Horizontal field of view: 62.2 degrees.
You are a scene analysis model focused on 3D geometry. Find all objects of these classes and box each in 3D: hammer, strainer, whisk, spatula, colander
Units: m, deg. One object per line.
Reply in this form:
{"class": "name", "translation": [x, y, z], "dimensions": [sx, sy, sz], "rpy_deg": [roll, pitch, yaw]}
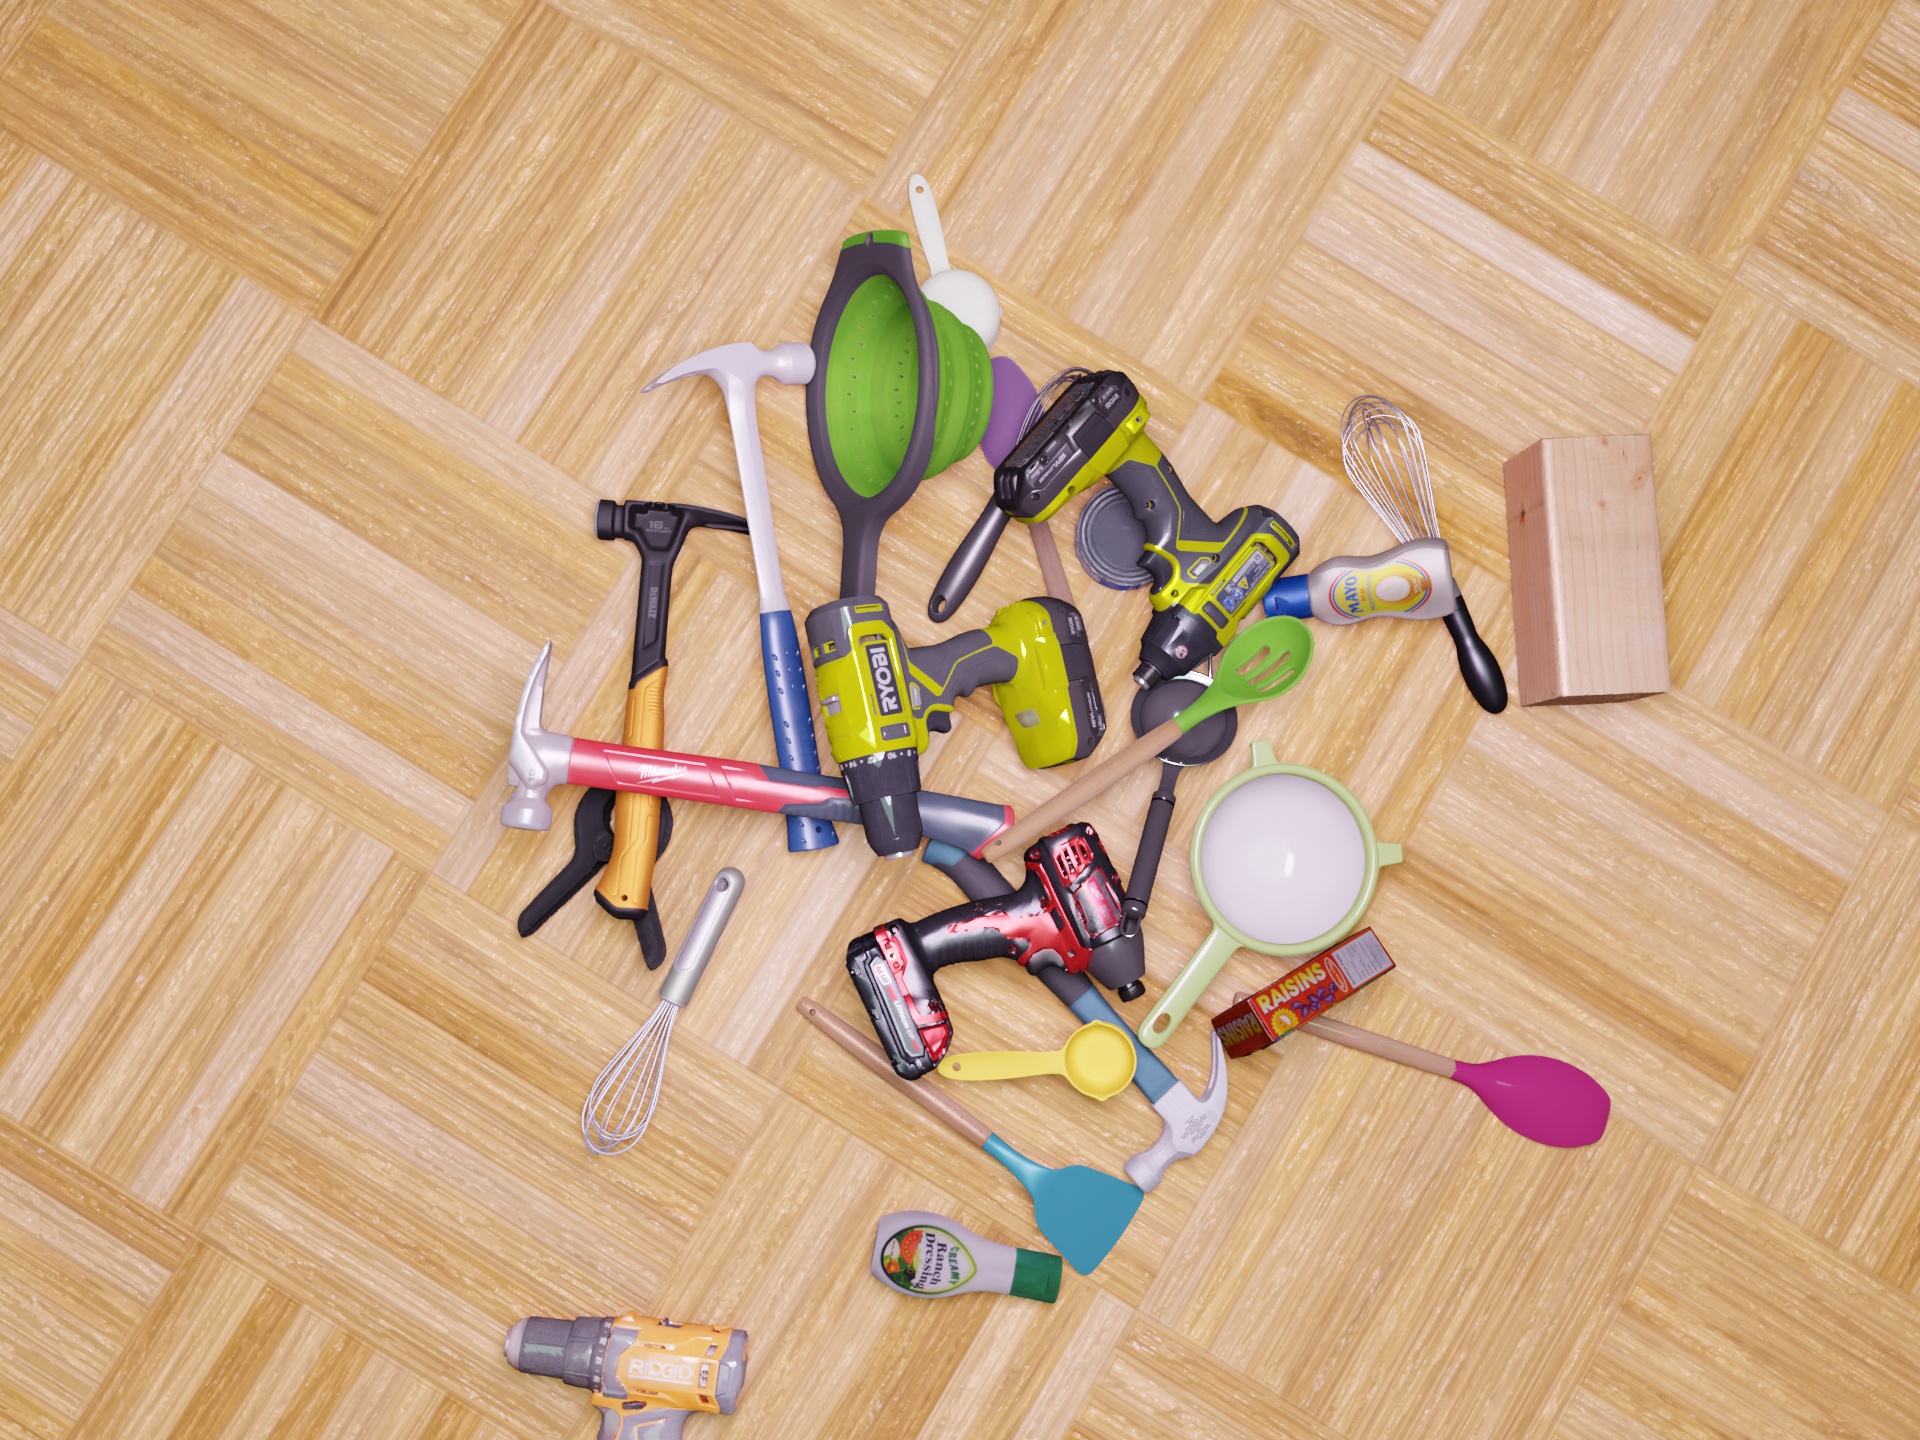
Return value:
{"class": "hammer", "translation": [-0.241, -0.011, 1.260], "dimensions": [0.127, 0.034, 0.337], "rpy_deg": [4, 78, -4]}
{"class": "hammer", "translation": [-0.146, 0.037, 1.223], "dimensions": [0.386, 0.038, 0.143], "rpy_deg": [9, 85, -10]}
{"class": "strainer", "translation": [0.219, 0.152, 1.265], "dimensions": [0.151, 0.069, 0.256], "rpy_deg": [38, 85, -1]}
{"class": "strainer", "translation": [0.160, 0.057, 1.252], "dimensions": [0.087, 0.050, 0.259], "rpy_deg": [16, 59, 7]}
{"class": "whisk", "translation": [0.383, -0.135, 1.305], "dimensions": [0.070, 0.070, 0.284], "rpy_deg": [-24, 91, -4]}
{"class": "spatula", "translation": [-0.001, 0.319, 1.269], "dimensions": [0.317, 0.044, 0.082], "rpy_deg": [36, 85, 6]}
{"class": "hammer", "translation": [0.086, 0.211, 1.274], "dimensions": [0.128, 0.033, 0.331], "rpy_deg": [-41, 87, -4]}
{"class": "hammer", "translation": [-0.155, -0.097, 1.264], "dimensions": [0.144, 0.035, 0.405], "rpy_deg": [-11, 93, -33]}
{"class": "whisk", "translation": [-0.232, 0.228, 1.258], "dimensions": [0.058, 0.059, 0.246], "rpy_deg": [20, 79, 28]}
{"class": "colander", "translation": [-0.045, -0.180, 1.268], "dimensions": [0.094, 0.205, 0.397], "rpy_deg": [-2, 103, -31]}
{"class": "spatula", "translation": [0.070, -0.151, 1.312], "dimensions": [0.060, 0.018, 0.316], "rpy_deg": [-17, 85, 1]}
{"class": "whisk", "translation": [0.041, -0.181, 1.289], "dimensions": [0.055, 0.055, 0.239], "rpy_deg": [32, 97, 1]}

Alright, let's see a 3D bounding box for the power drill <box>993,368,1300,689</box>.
{"class": "power drill", "translation": [0.140, -0.146, 1.239], "dimensions": [0.223, 0.080, 0.171], "rpy_deg": [43, 84, -18]}

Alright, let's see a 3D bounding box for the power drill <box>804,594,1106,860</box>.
{"class": "power drill", "translation": [-0.002, -0.004, 1.210], "dimensions": [0.228, 0.080, 0.190], "rpy_deg": [-10, 85, -37]}

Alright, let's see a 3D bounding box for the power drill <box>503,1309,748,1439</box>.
{"class": "power drill", "translation": [-0.268, 0.568, 1.211], "dimensions": [0.185, 0.084, 0.226], "rpy_deg": [8, 81, -1]}

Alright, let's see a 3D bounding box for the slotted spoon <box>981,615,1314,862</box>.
{"class": "slotted spoon", "translation": [0.147, 0.018, 1.241], "dimensions": [0.314, 0.031, 0.070], "rpy_deg": [-34, 52, -9]}

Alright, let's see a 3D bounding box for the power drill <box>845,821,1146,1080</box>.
{"class": "power drill", "translation": [0.032, 0.184, 1.224], "dimensions": [0.219, 0.078, 0.143], "rpy_deg": [-25, 86, -5]}

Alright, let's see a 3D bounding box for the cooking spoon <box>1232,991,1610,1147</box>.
{"class": "cooking spoon", "translation": [0.372, 0.274, 1.284], "dimensions": [0.319, 0.017, 0.069], "rpy_deg": [18, 82, 0]}

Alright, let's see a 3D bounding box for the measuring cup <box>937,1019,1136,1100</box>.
{"class": "measuring cup", "translation": [0.061, 0.267, 1.246], "dimensions": [0.156, 0.029, 0.062], "rpy_deg": [-5, 86, 11]}

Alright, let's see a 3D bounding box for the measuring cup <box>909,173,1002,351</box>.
{"class": "measuring cup", "translation": [-0.016, -0.379, 1.319], "dimensions": [0.083, 0.038, 0.167], "rpy_deg": [-15, 88, -3]}
